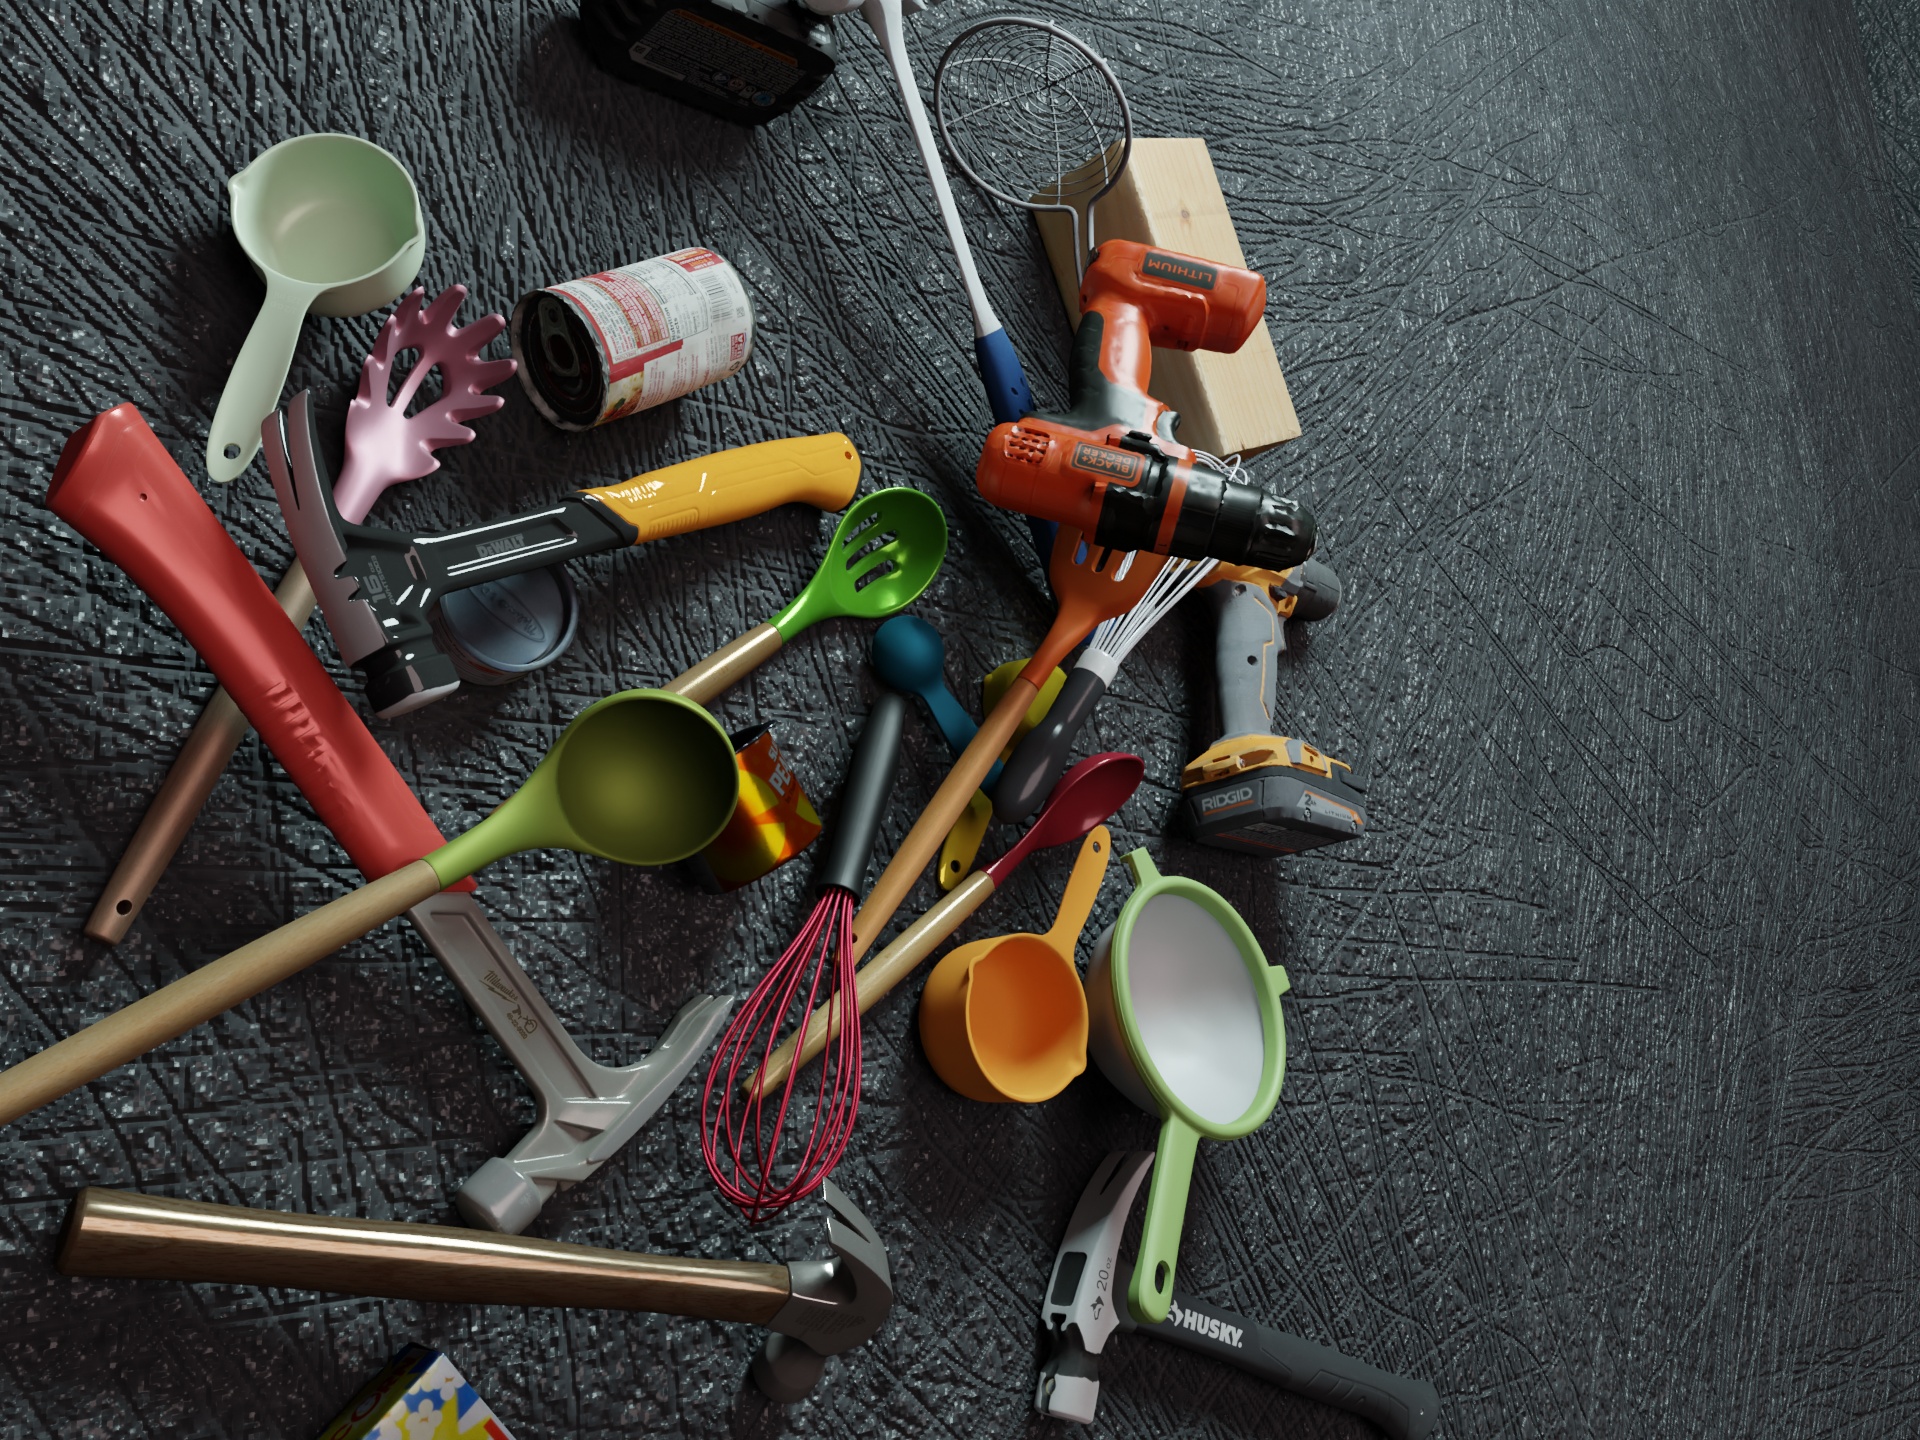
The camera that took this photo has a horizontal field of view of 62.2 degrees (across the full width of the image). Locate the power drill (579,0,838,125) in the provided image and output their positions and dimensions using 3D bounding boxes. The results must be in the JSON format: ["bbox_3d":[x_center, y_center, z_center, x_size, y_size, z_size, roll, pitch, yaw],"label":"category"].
[{"bbox_3d":[-0.150,-0.459,0.857,0.190,0.080,0.229,7,71,-41],"label":"power drill"}]

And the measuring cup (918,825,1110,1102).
[{"bbox_3d":[0.036,0.129,0.873,0.095,0.052,0.174,45,51,-23],"label":"measuring cup"}]

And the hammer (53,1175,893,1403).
[{"bbox_3d":[-0.175,0.220,0.637,0.331,0.130,0.031,17,34,-29],"label":"hammer"}]

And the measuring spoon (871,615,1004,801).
[{"bbox_3d":[-0.001,-0.003,0.875,0.042,0.021,0.128,-39,100,-24],"label":"measuring spoon"}]

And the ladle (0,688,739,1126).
[{"bbox_3d":[-0.216,0.072,0.594,0.320,0.062,0.078,-31,117,-40],"label":"ladle"}]

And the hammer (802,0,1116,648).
[{"bbox_3d":[0.015,-0.237,0.920,0.144,0.035,0.405,-49,123,-59],"label":"hammer"}]

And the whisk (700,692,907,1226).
[{"bbox_3d":[-0.065,0.103,0.776,0.073,0.073,0.296,37,47,-28],"label":"whisk"}]

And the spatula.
[{"bbox_3d":[0.022,-0.005,0.857,0.323,0.081,0.041,-56,157,-20],"label":"spatula"}]

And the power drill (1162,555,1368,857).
[{"bbox_3d":[0.207,-0.028,1.051,0.185,0.084,0.226,15,63,-47],"label":"power drill"}]

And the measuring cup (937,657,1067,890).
[{"bbox_3d":[0.026,0.030,0.905,0.062,0.029,0.157,41,55,-26],"label":"measuring cup"}]

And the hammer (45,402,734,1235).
[{"bbox_3d":[-0.231,0.033,0.647,0.149,0.037,0.358,-45,115,-39],"label":"hammer"}]

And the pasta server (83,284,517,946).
[{"bbox_3d":[-0.273,-0.053,0.659,0.060,0.040,0.316,38,57,-34],"label":"pasta server"}]

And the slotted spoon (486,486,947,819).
[{"bbox_3d":[-0.113,-0.033,0.801,0.314,0.031,0.070,-40,127,-38],"label":"slotted spoon"}]

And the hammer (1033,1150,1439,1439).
[{"bbox_3d":[0.179,0.368,0.943,0.334,0.035,0.146,31,60,-32],"label":"hammer"}]

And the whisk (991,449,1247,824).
[{"bbox_3d":[0.093,-0.053,0.924,0.070,0.070,0.285,45,63,-23],"label":"whisk"}]

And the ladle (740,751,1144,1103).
[{"bbox_3d":[-0.003,0.103,0.855,0.031,0.069,0.315,36,50,21],"label":"ladle"}]

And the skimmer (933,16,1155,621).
[{"bbox_3d":[0.066,-0.237,0.977,0.090,0.127,0.363,-16,98,-51],"label":"skimmer"}]

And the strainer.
[{"bbox_3d":[0.105,0.210,0.884,0.151,0.069,0.257,40,46,-26],"label":"strainer"}]

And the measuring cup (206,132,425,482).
[{"bbox_3d":[-0.281,-0.169,0.675,0.083,0.038,0.168,14,73,-4],"label":"measuring cup"}]

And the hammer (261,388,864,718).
[{"bbox_3d":[-0.155,-0.104,0.738,0.337,0.034,0.127,-27,95,-54],"label":"hammer"}]
